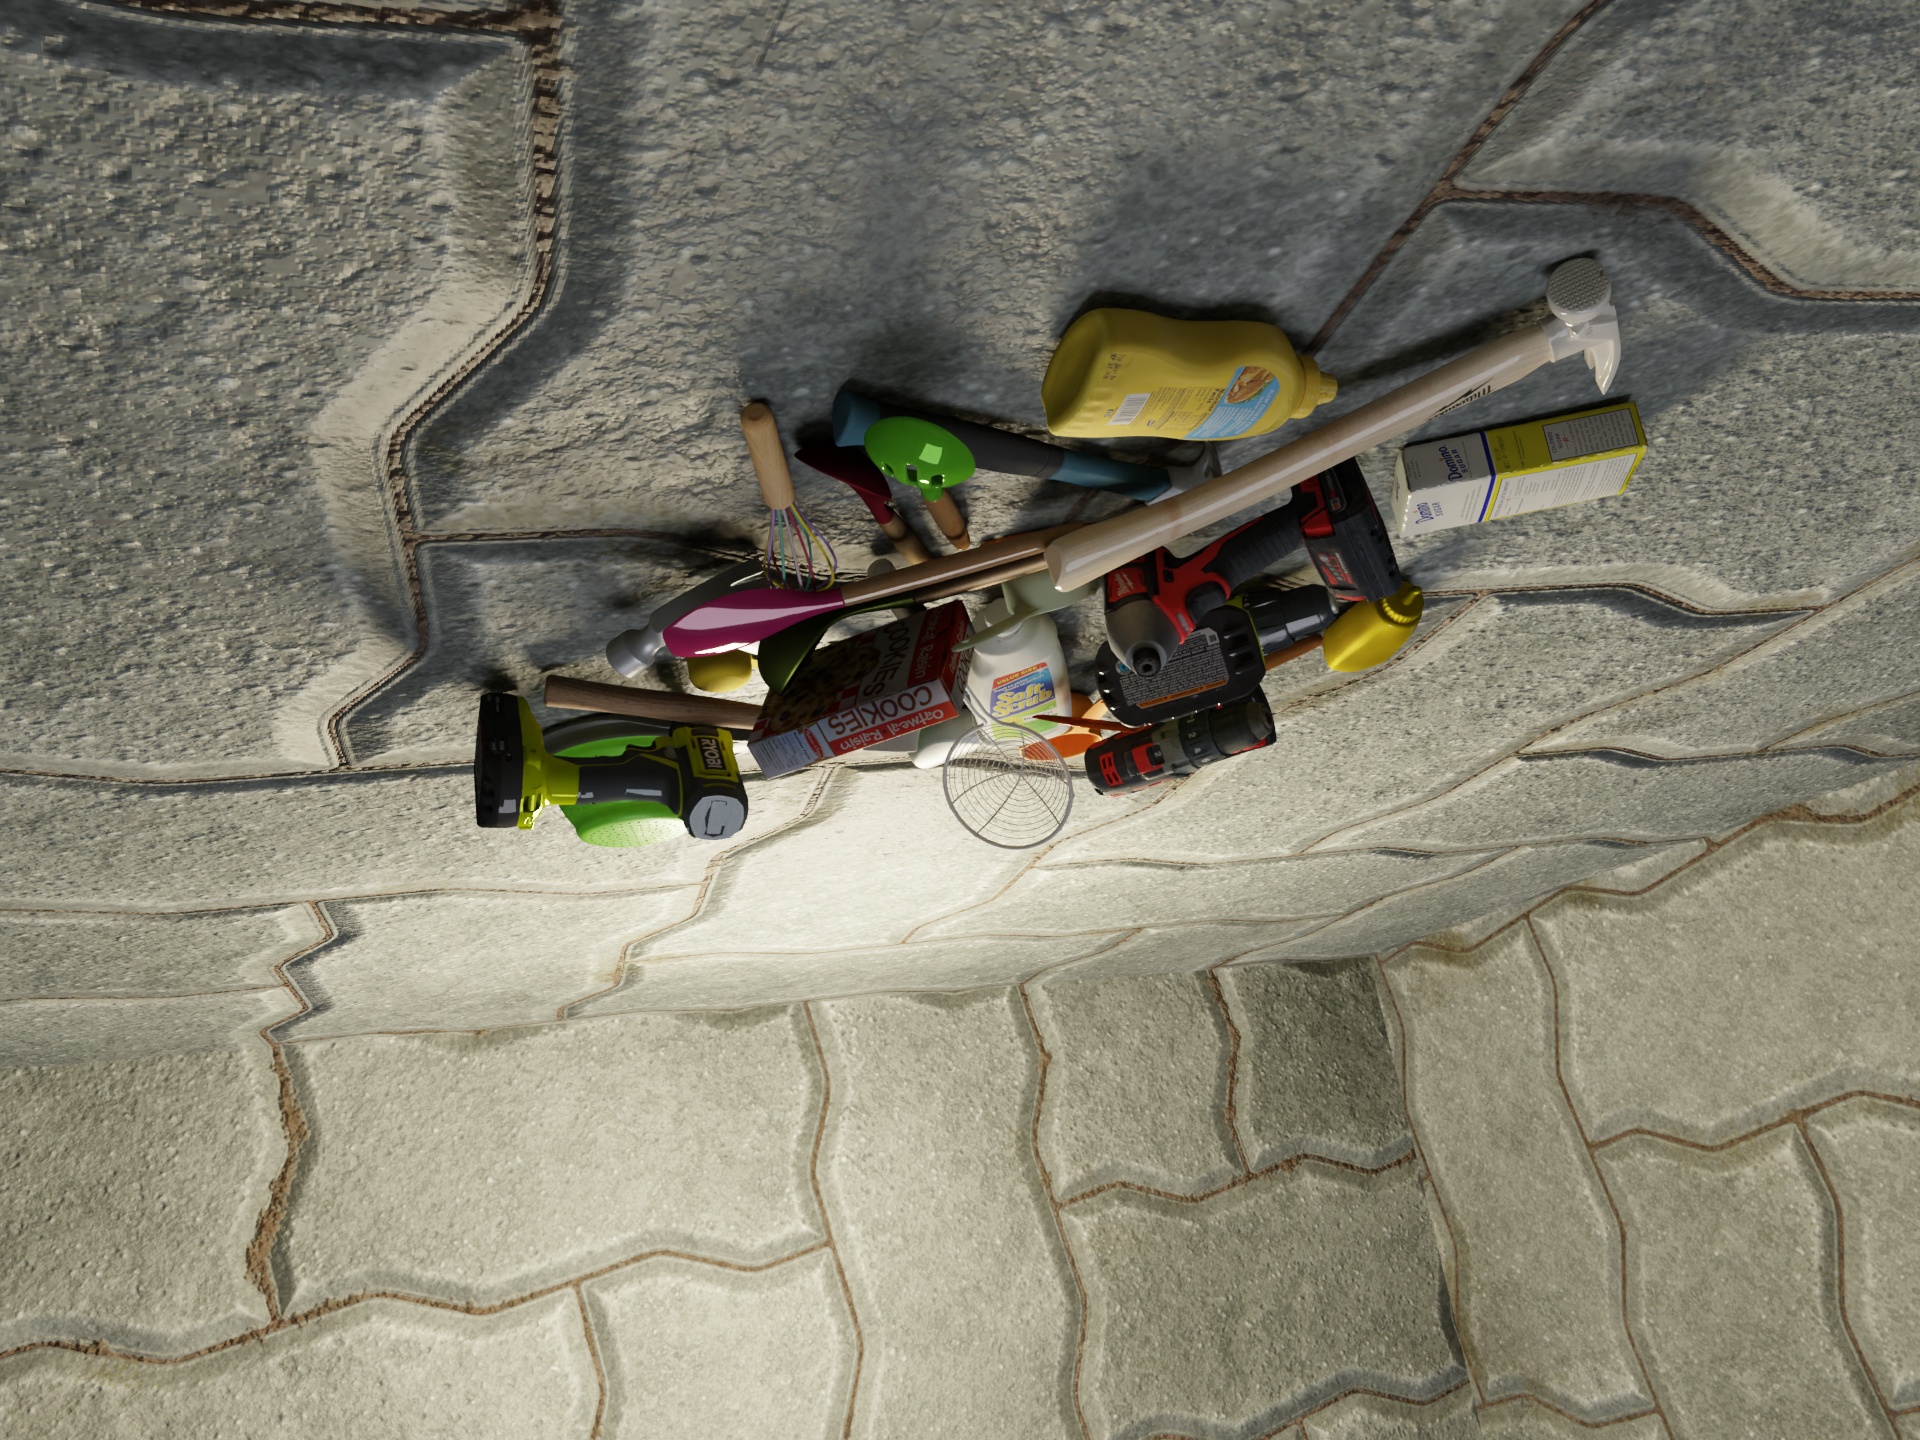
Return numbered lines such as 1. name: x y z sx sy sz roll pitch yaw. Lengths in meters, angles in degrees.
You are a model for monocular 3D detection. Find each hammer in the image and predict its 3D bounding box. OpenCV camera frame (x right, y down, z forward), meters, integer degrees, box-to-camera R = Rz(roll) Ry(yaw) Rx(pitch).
1. hammer: 0.052 -0.181 1.104 0.330 0.033 0.128 5 158 -37
2. hammer: -0.118 -0.051 1.386 0.144 0.035 0.405 -30 157 23
3. hammer: 0.251 -0.184 1.107 0.410 0.038 0.146 -24 159 18
4. hammer: -0.197 -0.005 1.401 0.331 0.031 0.130 8 180 -14

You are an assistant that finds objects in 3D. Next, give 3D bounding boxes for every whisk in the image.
1. whisk: -0.127 -0.144 1.110 0.047 0.051 0.244 29 161 14

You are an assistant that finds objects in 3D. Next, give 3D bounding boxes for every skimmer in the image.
1. skimmer: -0.002 -0.004 1.380 0.127 0.090 0.362 -5 149 22

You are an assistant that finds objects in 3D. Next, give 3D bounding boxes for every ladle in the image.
1. ladle: -0.006 -0.090 1.206 0.320 0.062 0.078 -16 -169 9
2. ladle: -0.048 -0.141 1.173 0.069 0.031 0.315 30 176 18

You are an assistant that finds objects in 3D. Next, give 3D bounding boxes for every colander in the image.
1. colander: -0.245 0.058 1.577 0.397 0.095 0.204 -7 162 -6

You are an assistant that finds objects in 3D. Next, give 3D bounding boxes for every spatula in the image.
1. spatula: 0.220 -0.035 1.514 0.322 0.041 0.081 -22 -164 -25

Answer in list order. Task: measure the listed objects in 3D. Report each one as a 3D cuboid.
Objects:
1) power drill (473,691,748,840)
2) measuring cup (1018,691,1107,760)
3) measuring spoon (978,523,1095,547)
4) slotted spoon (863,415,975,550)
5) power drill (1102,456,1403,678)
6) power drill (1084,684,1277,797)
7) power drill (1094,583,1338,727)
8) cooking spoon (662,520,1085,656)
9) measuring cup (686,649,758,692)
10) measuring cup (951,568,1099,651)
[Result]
1. power drill: -0.310 0.036 1.403 0.223 0.171 0.080 3 120 -21
2. measuring cup: 0.114 -0.011 1.617 0.095 0.052 0.173 -2 159 -20
3. measuring spoon: 0.072 -0.143 1.260 0.117 0.011 0.021 -9 162 0
4. slotted spoon: -0.014 -0.150 1.083 0.070 0.031 0.313 13 177 7
5. power drill: 0.210 -0.110 1.201 0.219 0.143 0.078 -22 122 19
6. power drill: 0.244 0.011 1.583 0.188 0.080 0.226 -20 179 29
7. power drill: 0.220 -0.066 1.371 0.190 0.080 0.228 -16 -175 22
8. cooking spoon: -0.062 -0.098 1.165 0.319 0.017 0.068 -16 151 -2
9. measuring cup: -0.173 -0.037 1.425 0.156 0.029 0.062 10 154 -40
10. measuring cup: 0.042 -0.097 1.232 0.083 0.038 0.167 -1 -158 41
